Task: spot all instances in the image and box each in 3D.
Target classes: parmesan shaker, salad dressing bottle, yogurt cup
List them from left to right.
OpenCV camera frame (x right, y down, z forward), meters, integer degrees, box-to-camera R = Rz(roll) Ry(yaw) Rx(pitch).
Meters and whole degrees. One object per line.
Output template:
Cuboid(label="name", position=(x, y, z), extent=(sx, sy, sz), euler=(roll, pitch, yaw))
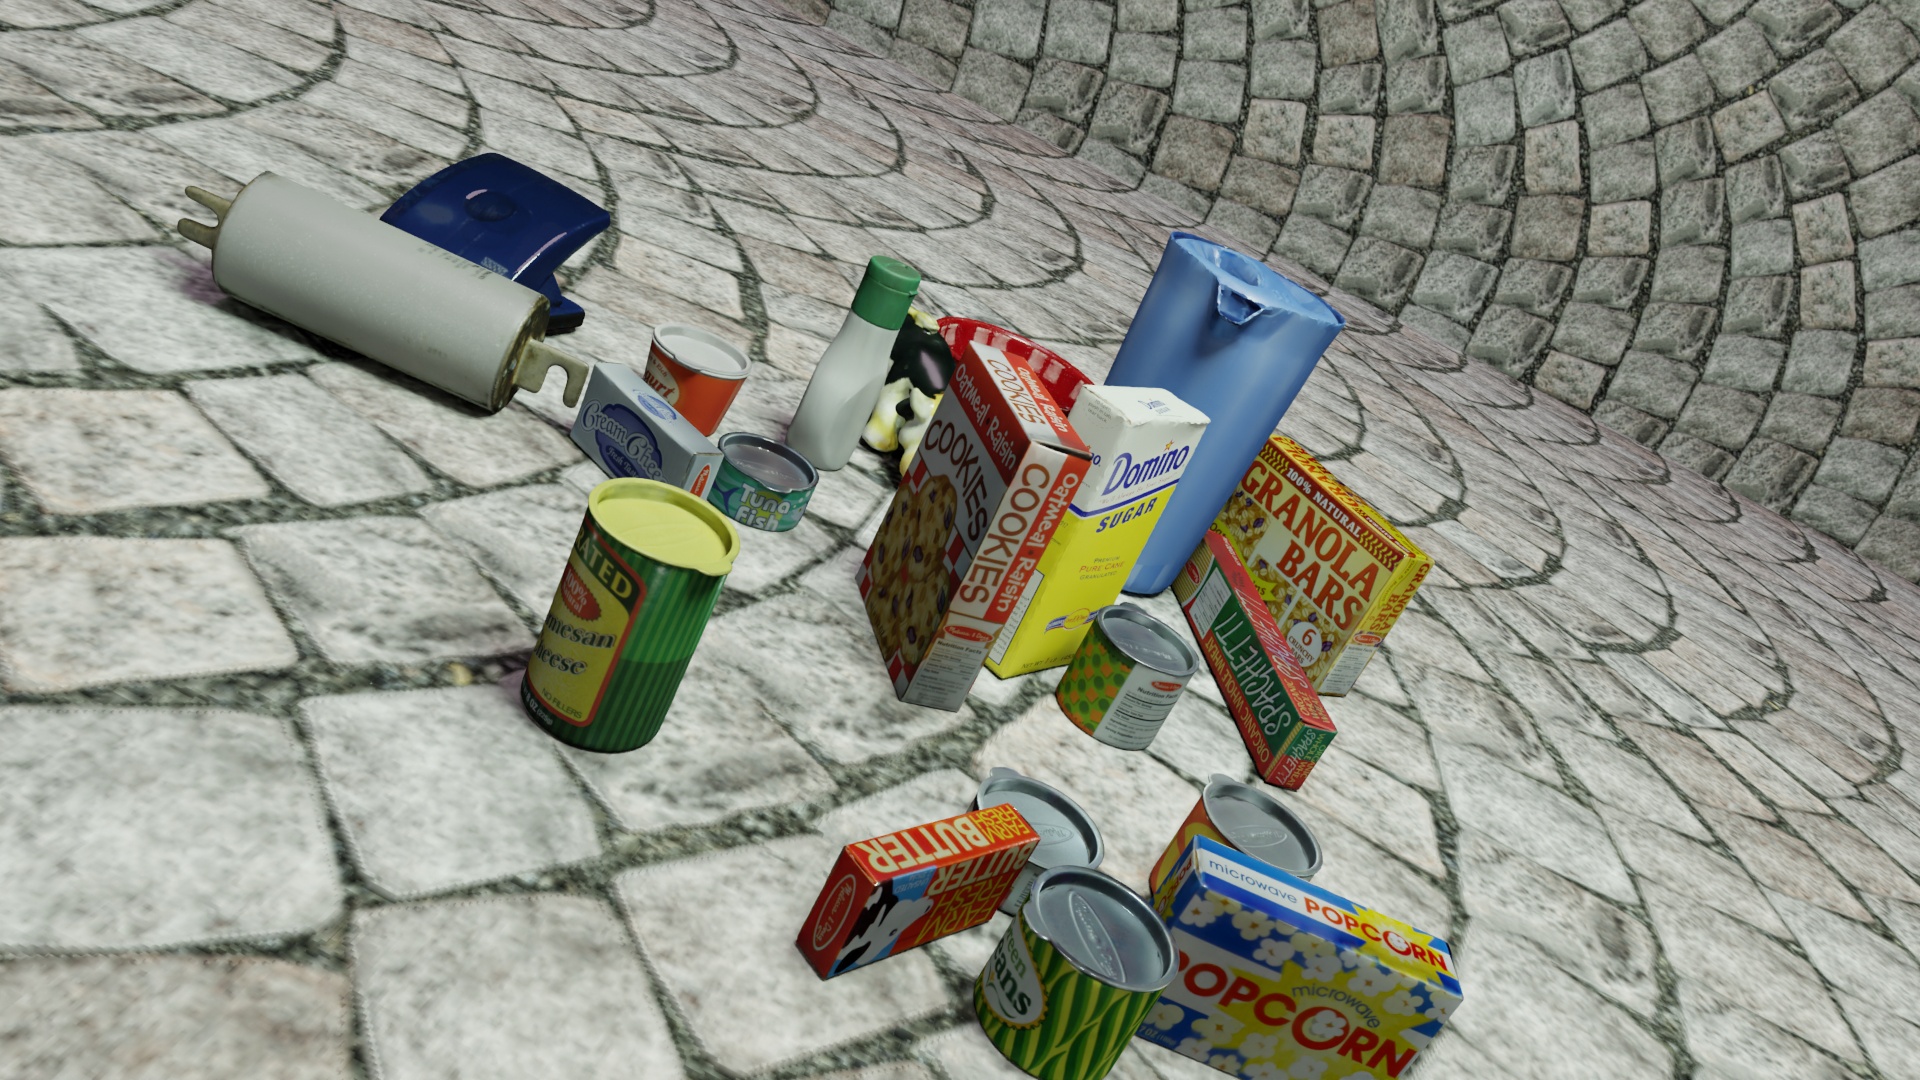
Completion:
Cuboid(label="parmesan shaker", position=(-0.143, 0.035, 0.604), extent=(0.071, 0.102, 0.071), euler=(22, 24, -10))
Cuboid(label="yogurt cup", position=(-0.178, -0.104, 0.915), extent=(0.072, 0.053, 0.073), euler=(22, 24, -10))
Cuboid(label="salad dressing bottle", position=(-0.072, -0.120, 0.940), extent=(0.044, 0.147, 0.064), euler=(33, 24, 14))

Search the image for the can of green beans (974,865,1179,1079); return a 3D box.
Cuboid(label="can of green beans", position=(0.046, 0.177, 0.566), extent=(0.071, 0.057, 0.071), euler=(22, 24, -10))

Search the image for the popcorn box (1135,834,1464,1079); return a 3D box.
Cuboid(label="popcorn box", position=(0.137, 0.190, 0.599), extent=(0.127, 0.085, 0.038), euler=(24, 23, -6))

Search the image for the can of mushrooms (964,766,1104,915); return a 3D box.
Cuboid(label="can of mushrooms", position=(0.030, 0.142, 0.651), extent=(0.071, 0.033, 0.071), euler=(22, 24, -10))

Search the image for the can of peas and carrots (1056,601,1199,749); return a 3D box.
Cuboid(label="can of peas and carrots", position=(0.097, 0.079, 0.818), extent=(0.071, 0.058, 0.071), euler=(22, 24, -10))

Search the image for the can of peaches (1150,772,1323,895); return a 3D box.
Cuboid(label="can of peaches", position=(0.135, 0.161, 0.690), extent=(0.071, 0.057, 0.071), euler=(22, 24, -10))

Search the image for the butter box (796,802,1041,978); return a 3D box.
Cuboid(label="butter box", position=(-0.016, 0.143, 0.577), extent=(0.104, 0.053, 0.024), euler=(-2, 37, -48))

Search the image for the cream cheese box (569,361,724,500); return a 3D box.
Cuboid(label="cream cheese box", position=(-0.185, -0.056, 0.809), extent=(0.104, 0.053, 0.024), euler=(40, 27, 28))

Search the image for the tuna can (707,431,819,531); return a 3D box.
Cuboid(label="tuna can", position=(-0.123, -0.035, 0.857), extent=(0.071, 0.032, 0.071), euler=(22, 24, -10))

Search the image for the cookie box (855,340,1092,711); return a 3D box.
Cuboid(label="cookie box", position=(0.003, -0.010, 0.767), extent=(0.040, 0.166, 0.123), euler=(15, 26, -25))

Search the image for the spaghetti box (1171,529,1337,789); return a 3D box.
Cuboid(label="spaghetti box", position=(0.192, 0.072, 0.942), extent=(0.029, 0.050, 0.251), euler=(20, 24, -17))

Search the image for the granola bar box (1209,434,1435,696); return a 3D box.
Cuboid(label="granola bar box", position=(0.252, 0.016, 1.028), extent=(0.039, 0.123, 0.166), euler=(8, 29, -37))
